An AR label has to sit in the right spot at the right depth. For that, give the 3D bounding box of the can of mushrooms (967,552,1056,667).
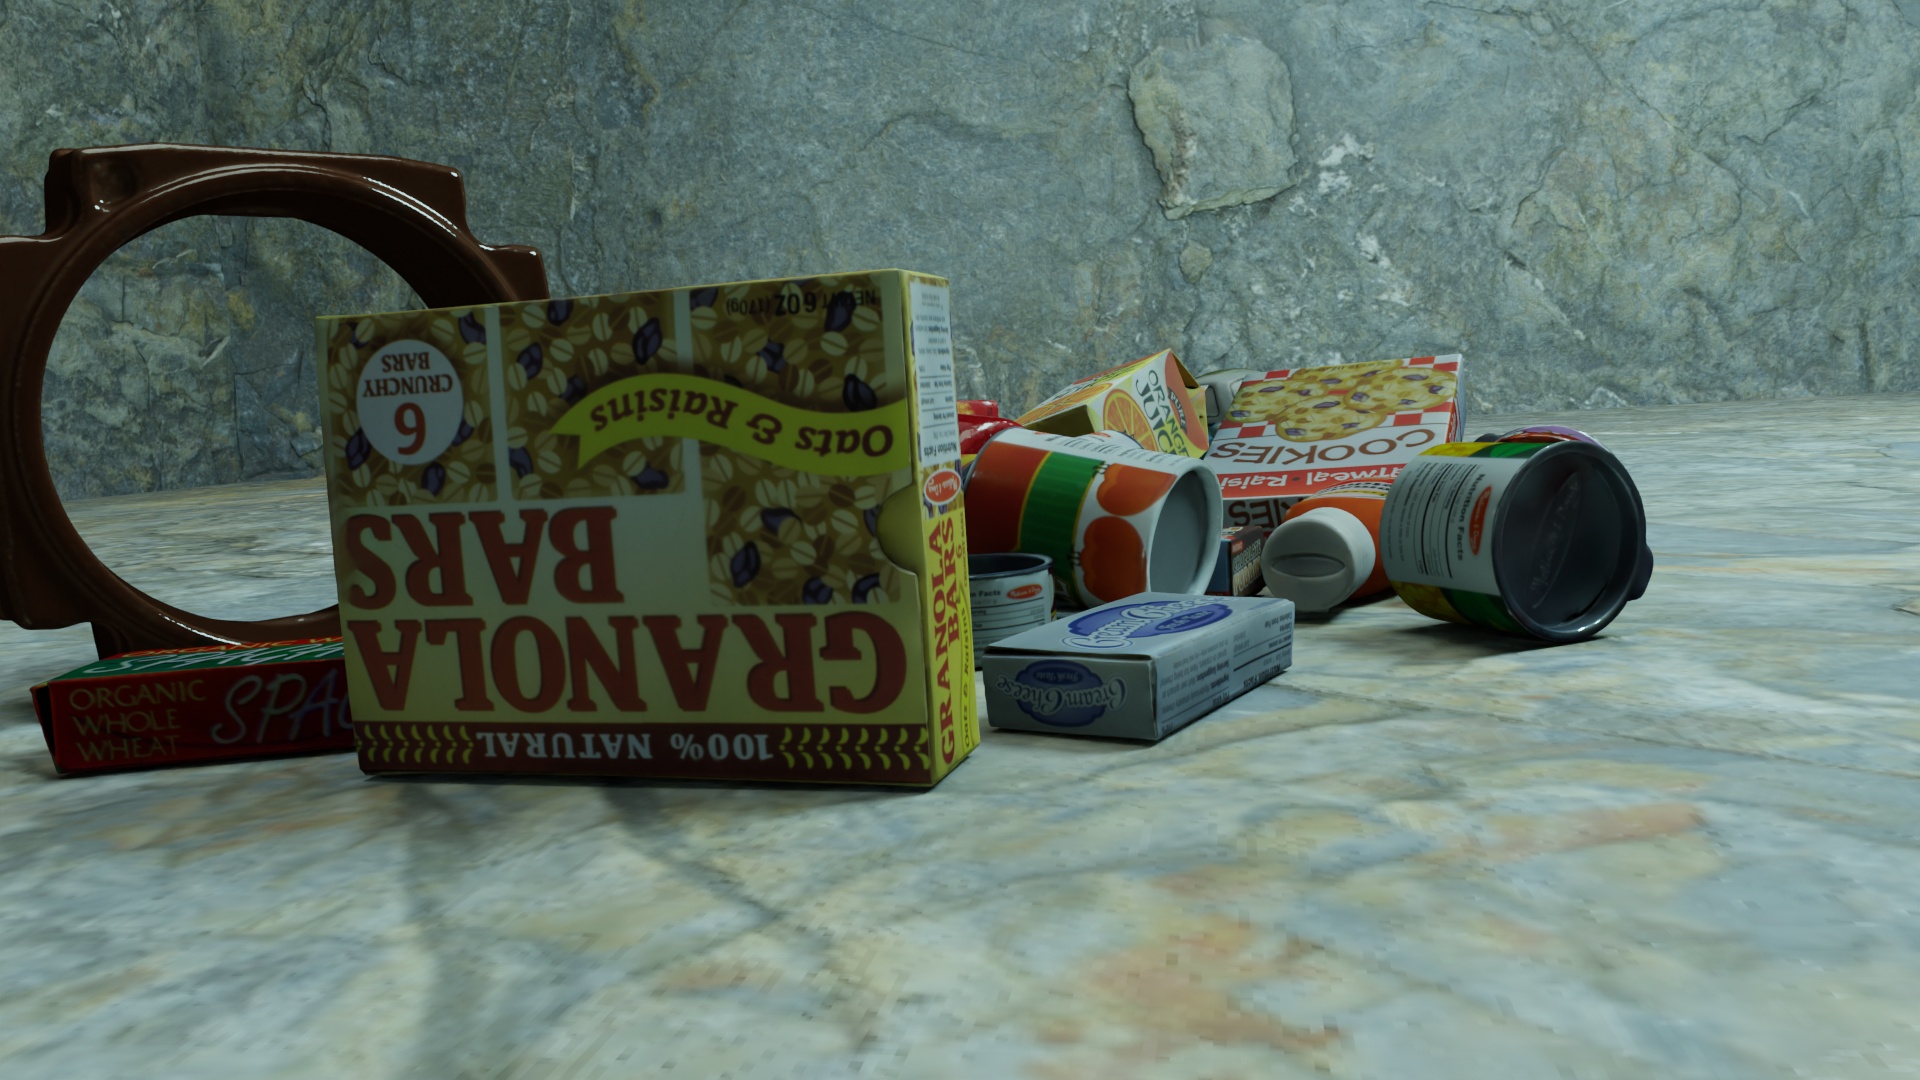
[{"bbox_3d":[0.001,0.024,0.503,0.071,0.033,0.071,-4,6,1],"label":"can of mushrooms"}]

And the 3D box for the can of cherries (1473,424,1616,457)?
[{"bbox_3d":[0.229,-0.013,0.556,0.071,0.071,0.058,-1,7,26],"label":"can of cherries"}]

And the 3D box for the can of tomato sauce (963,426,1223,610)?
[{"bbox_3d":[0.051,-0.004,0.544,0.083,0.071,0.071,13,14,34],"label":"can of tomato sauce"}]

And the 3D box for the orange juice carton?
[{"bbox_3d":[0.095,-0.064,0.862,0.071,0.073,0.193,-18,10,31],"label":"orange juice carton"}]

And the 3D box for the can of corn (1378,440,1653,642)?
[{"bbox_3d":[0.191,-0.001,0.481,0.071,0.071,0.058,-6,6,-22],"label":"can of corn"}]

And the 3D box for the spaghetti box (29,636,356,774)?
[{"bbox_3d":[-0.143,0.042,0.434,0.250,0.028,0.050,-4,6,-8],"label":"spaghetti box"}]

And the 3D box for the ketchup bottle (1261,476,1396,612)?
[{"bbox_3d":[0.163,0.001,0.585,0.064,0.043,0.149,0,7,27],"label":"ketchup bottle"}]

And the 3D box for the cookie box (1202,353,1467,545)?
[{"bbox_3d":[0.199,-0.045,0.740,0.123,0.040,0.168,-2,28,25],"label":"cookie box"}]

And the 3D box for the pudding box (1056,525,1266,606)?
[{"bbox_3d":[0.083,0.011,0.596,0.083,0.030,0.050,0,7,29],"label":"pudding box"}]

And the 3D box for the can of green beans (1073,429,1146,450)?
[{"bbox_3d":[0.059,-0.019,0.698,0.058,0.071,0.071,-16,12,-39],"label":"can of green beans"}]

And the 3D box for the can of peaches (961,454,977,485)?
[{"bbox_3d":[0.002,-0.008,0.653,0.071,0.071,0.058,-8,6,-38],"label":"can of peaches"}]

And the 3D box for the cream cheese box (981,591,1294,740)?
[{"bbox_3d":[0.056,0.034,0.413,0.053,0.024,0.104,0,7,34],"label":"cream cheese box"}]

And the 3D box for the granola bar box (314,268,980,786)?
[{"bbox_3d":[-0.083,-0.002,0.362,0.165,0.124,0.039,-2,6,16],"label":"granola bar box"}]
